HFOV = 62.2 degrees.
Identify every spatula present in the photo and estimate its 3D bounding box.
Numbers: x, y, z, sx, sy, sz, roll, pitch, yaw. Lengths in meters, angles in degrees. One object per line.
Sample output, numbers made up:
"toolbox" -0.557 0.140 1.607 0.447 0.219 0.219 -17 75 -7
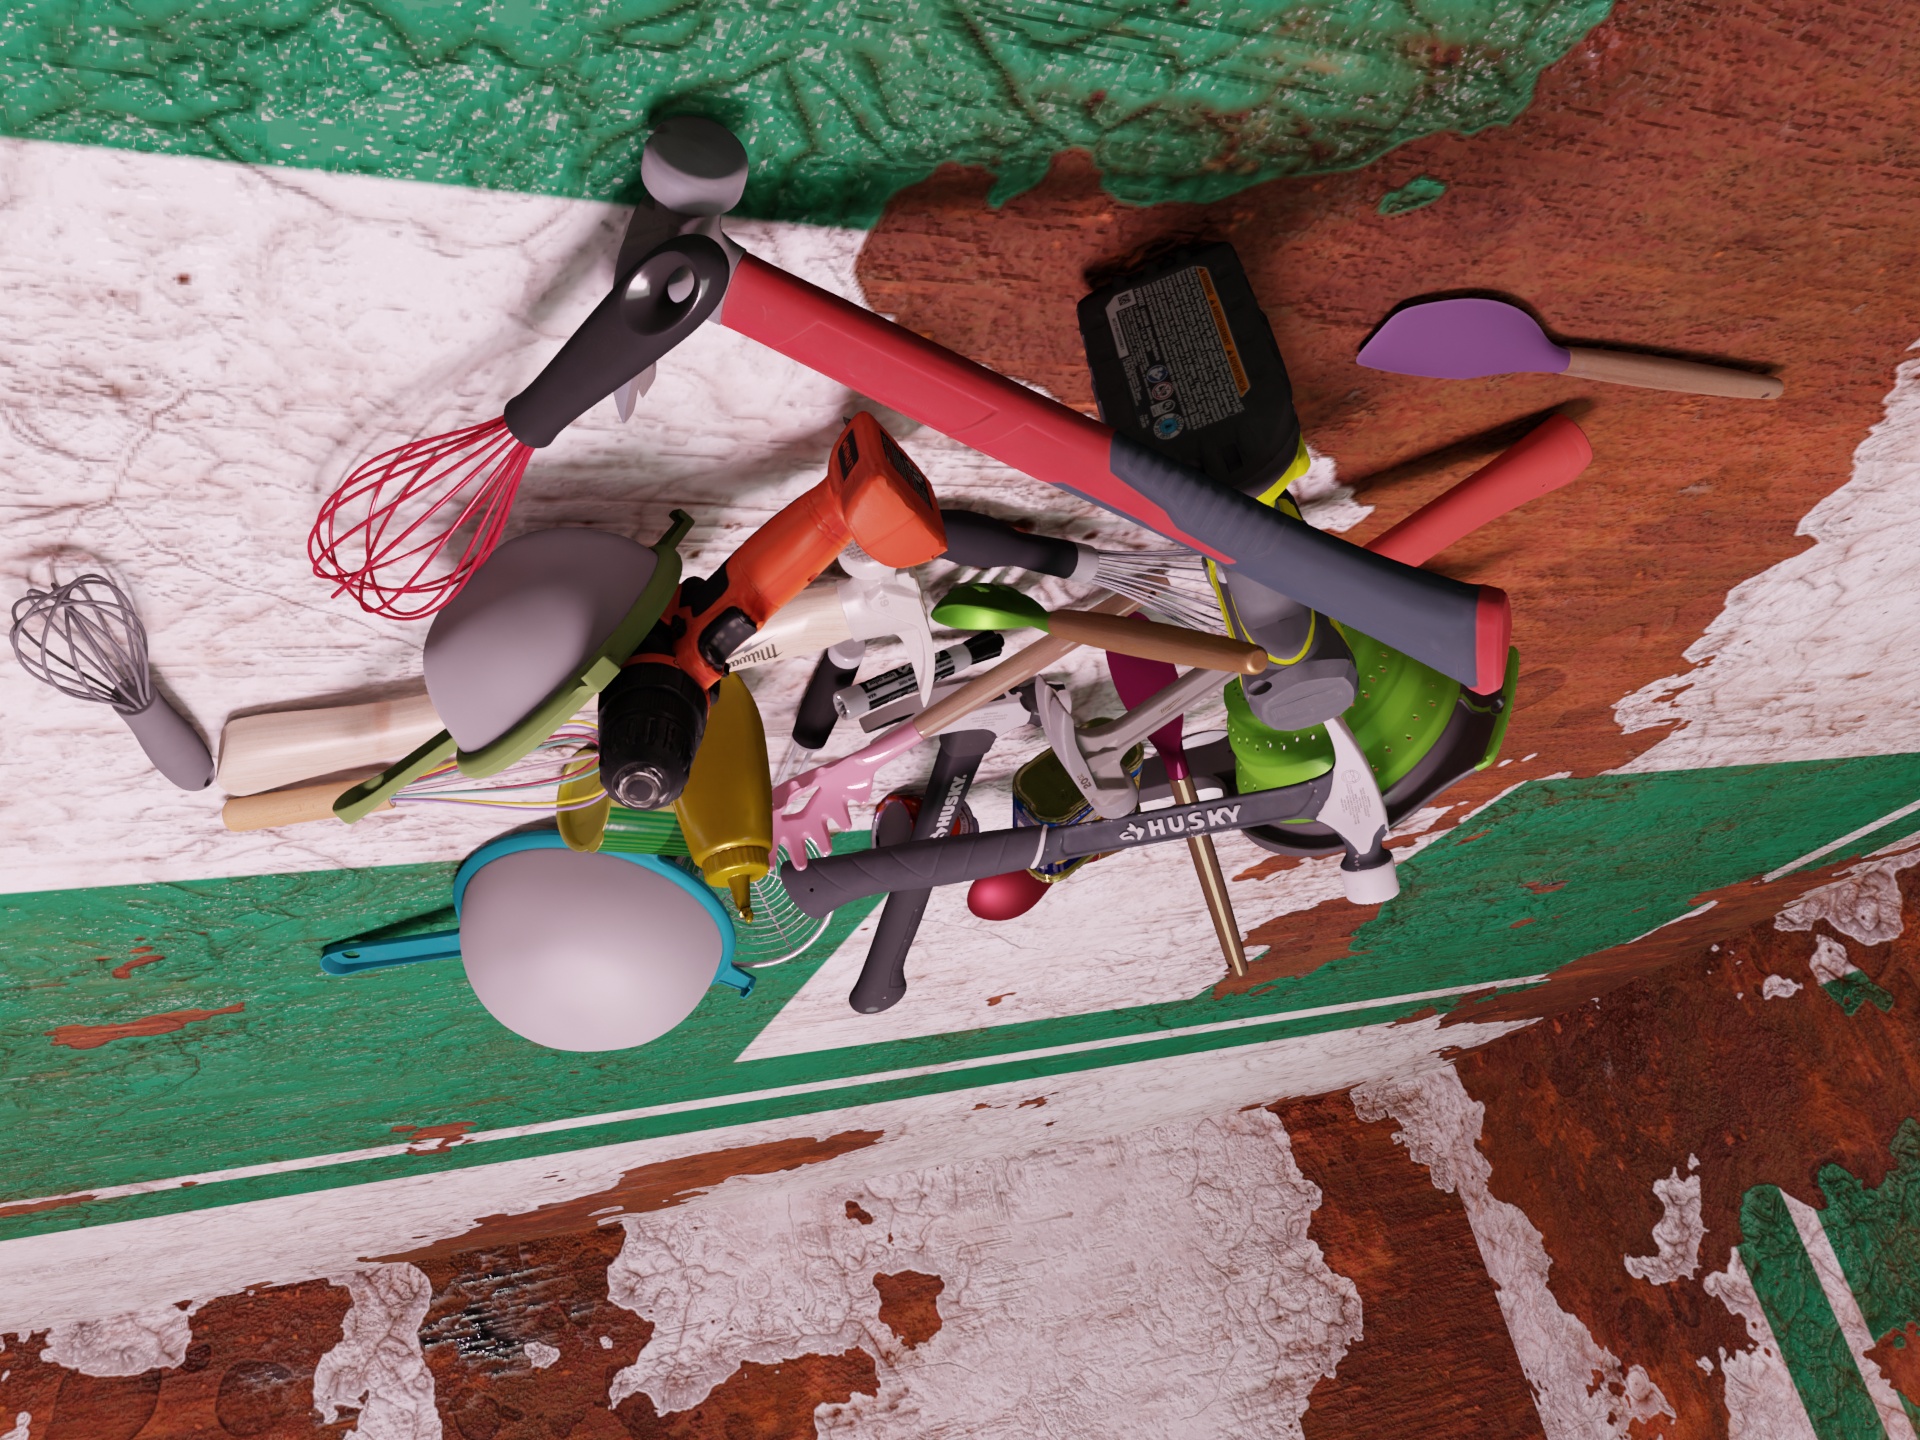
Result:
"spatula" 0.353 -0.200 0.884 0.315 0.018 0.059 0 152 -28

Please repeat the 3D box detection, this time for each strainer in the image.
"strainer" -0.251 -0.025 0.796 0.256 0.152 0.069 -30 117 27
"strainer" 0.243 0.049 1.347 0.258 0.050 0.087 5 135 -45
"strainer" -0.337 0.189 1.174 0.340 0.095 0.210 -9 135 15

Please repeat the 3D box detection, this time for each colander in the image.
"colander" 0.192 0.002 1.139 0.397 0.205 0.094 -16 127 45

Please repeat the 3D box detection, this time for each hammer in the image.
"hammer" 0.042 -0.098 0.645 0.386 0.038 0.143 25 144 -4
"hammer" -0.033 0.104 1.171 0.146 0.035 0.334 -5 135 -28
"hammer" 0.209 -0.074 0.927 0.359 0.037 0.149 -33 148 -1
"hammer" -0.218 -0.015 0.911 0.410 0.038 0.146 -14 145 2
"hammer" 0.070 0.076 1.050 0.409 0.149 0.036 -11 -169 17

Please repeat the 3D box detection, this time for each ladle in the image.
"ladle" 0.122 0.101 1.296 0.315 0.031 0.069 -18 137 -45

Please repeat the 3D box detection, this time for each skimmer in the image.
"skimmer" -0.120 0.066 1.100 0.127 0.090 0.363 12 148 -12

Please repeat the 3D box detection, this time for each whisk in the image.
"whisk" -0.332 0.037 0.987 0.245 0.051 0.047 -9 135 -4
"whisk" -0.424 -0.009 0.816 0.055 0.055 0.238 -9 159 -13
"whisk" -0.190 -0.115 0.661 0.073 0.073 0.296 11 151 -45
"whisk" 0.094 -0.087 0.937 0.284 0.070 0.070 8 148 -32

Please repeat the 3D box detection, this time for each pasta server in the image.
"pasta server" -0.002 -0.003 1.015 0.316 0.040 0.060 -32 136 7

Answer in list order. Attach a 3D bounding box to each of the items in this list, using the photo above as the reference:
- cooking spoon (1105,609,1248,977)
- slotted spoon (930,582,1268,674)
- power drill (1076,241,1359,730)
"cooking spoon" 0.157 0.057 1.096 0.017 0.069 0.318 -36 123 -25
"slotted spoon" 0.067 -0.049 0.844 0.070 0.031 0.314 6 -174 -26
"power drill" 0.131 -0.116 0.775 0.080 0.171 0.223 -19 148 13
